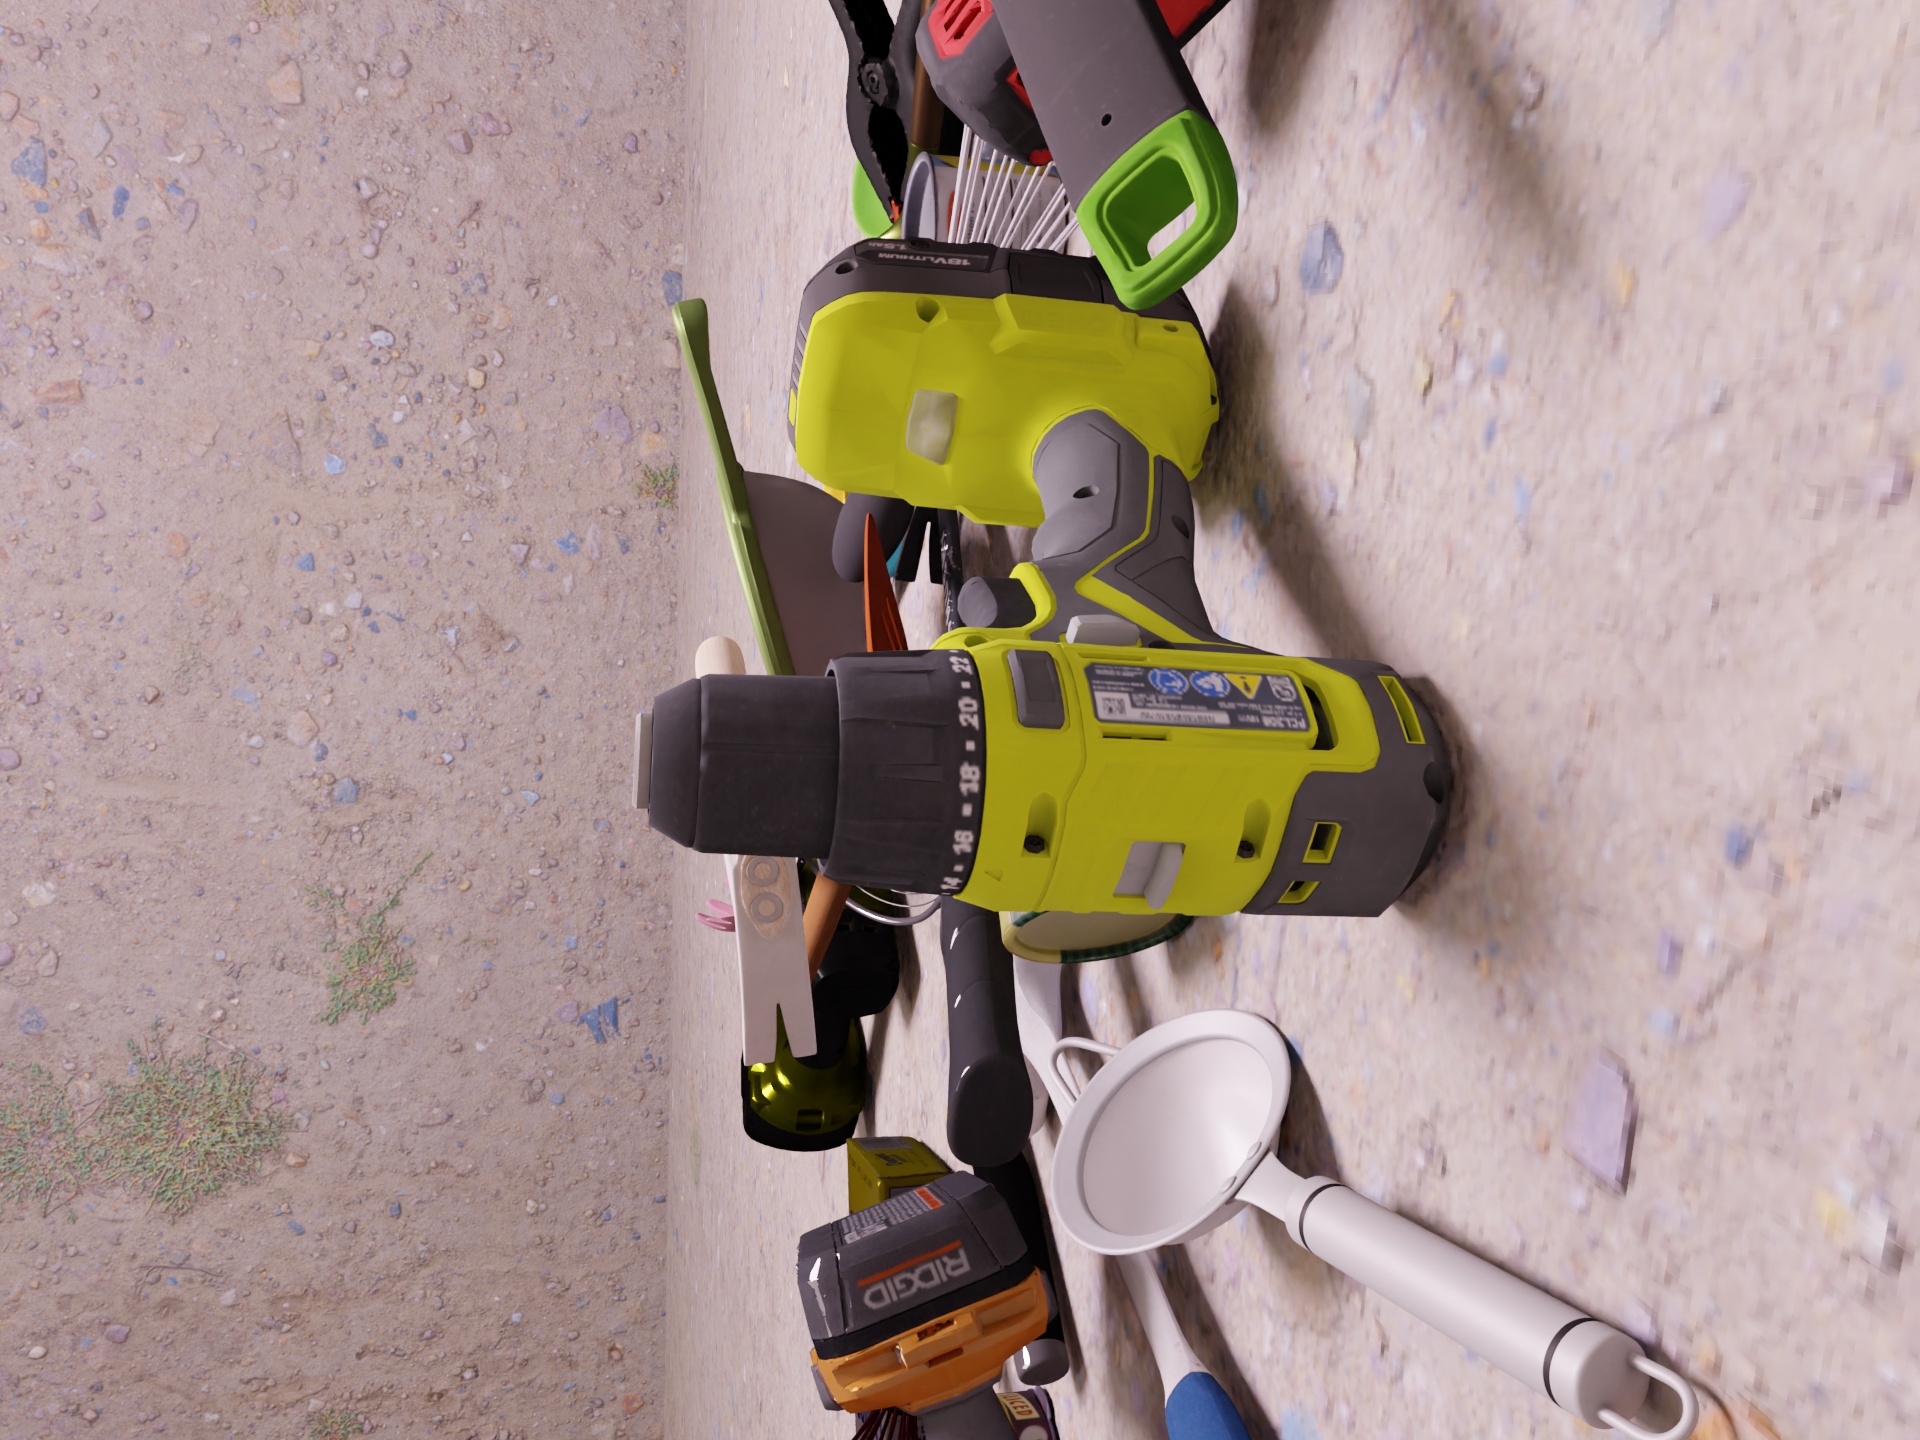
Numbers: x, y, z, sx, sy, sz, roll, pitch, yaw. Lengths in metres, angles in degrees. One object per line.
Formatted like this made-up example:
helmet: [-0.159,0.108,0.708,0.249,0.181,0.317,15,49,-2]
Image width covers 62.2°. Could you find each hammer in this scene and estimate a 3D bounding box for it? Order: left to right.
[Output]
hammer: [-0.119,0.033,0.856,0.411,0.038,0.146,-127,32,-72]
hammer: [-0.001,-0.002,0.680,0.149,0.036,0.409,102,169,-45]
hammer: [0.069,0.202,0.502,0.406,0.035,0.144,-115,28,-58]

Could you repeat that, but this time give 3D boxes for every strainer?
strainer: [-0.075,-0.096,0.750,0.256,0.069,0.152,80,174,-51]
strainer: [0.090,0.129,0.413,0.087,0.050,0.258,-48,16,-12]

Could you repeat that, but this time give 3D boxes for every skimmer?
skimmer: [-0.029,0.143,0.768,0.364,0.090,0.127,-105,21,-45]

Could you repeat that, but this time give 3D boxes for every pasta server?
pasta server: [-0.137,0.107,1.048,0.060,0.040,0.316,-52,2,-16]

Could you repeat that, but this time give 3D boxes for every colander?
colander: [-0.018,-0.269,0.423,0.204,0.094,0.398,-36,53,31]

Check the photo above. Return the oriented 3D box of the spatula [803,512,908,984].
spatula: [-0.057,0.046,0.729,0.322,0.041,0.081,112,160,-48]

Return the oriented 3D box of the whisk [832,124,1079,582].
whisk: [0.002,-0.157,0.629,0.284,0.070,0.070,119,149,-41]

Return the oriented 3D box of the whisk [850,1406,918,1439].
whisk: [-0.030,0.314,0.703,0.296,0.073,0.073,-69,-13,-65]

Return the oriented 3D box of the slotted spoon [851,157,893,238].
slotted spoon: [-0.008,-0.372,0.816,0.313,0.031,0.070,118,134,-57]

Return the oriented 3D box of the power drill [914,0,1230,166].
power drill: [0.035,-0.289,0.498,0.143,0.078,0.220,-38,49,30]

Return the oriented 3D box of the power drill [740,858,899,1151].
power drill: [-0.090,0.162,1.043,0.171,0.080,0.223,-99,20,-47]

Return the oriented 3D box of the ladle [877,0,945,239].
ladle: [-0.022,-0.298,0.759,0.078,0.062,0.320,37,144,21]

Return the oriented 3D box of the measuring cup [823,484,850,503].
measuring cup: [-0.058,-0.123,1.031,0.062,0.029,0.157,119,136,-62]

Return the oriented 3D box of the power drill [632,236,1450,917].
power drill: [0.010,-0.043,0.440,0.229,0.190,0.080,-99,16,-45]

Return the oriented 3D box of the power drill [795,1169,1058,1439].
power drill: [0.012,0.284,0.573,0.185,0.084,0.226,113,137,-76]

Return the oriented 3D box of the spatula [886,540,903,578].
spatula: [-0.044,-0.142,0.841,0.317,0.044,0.082,83,-172,-78]
